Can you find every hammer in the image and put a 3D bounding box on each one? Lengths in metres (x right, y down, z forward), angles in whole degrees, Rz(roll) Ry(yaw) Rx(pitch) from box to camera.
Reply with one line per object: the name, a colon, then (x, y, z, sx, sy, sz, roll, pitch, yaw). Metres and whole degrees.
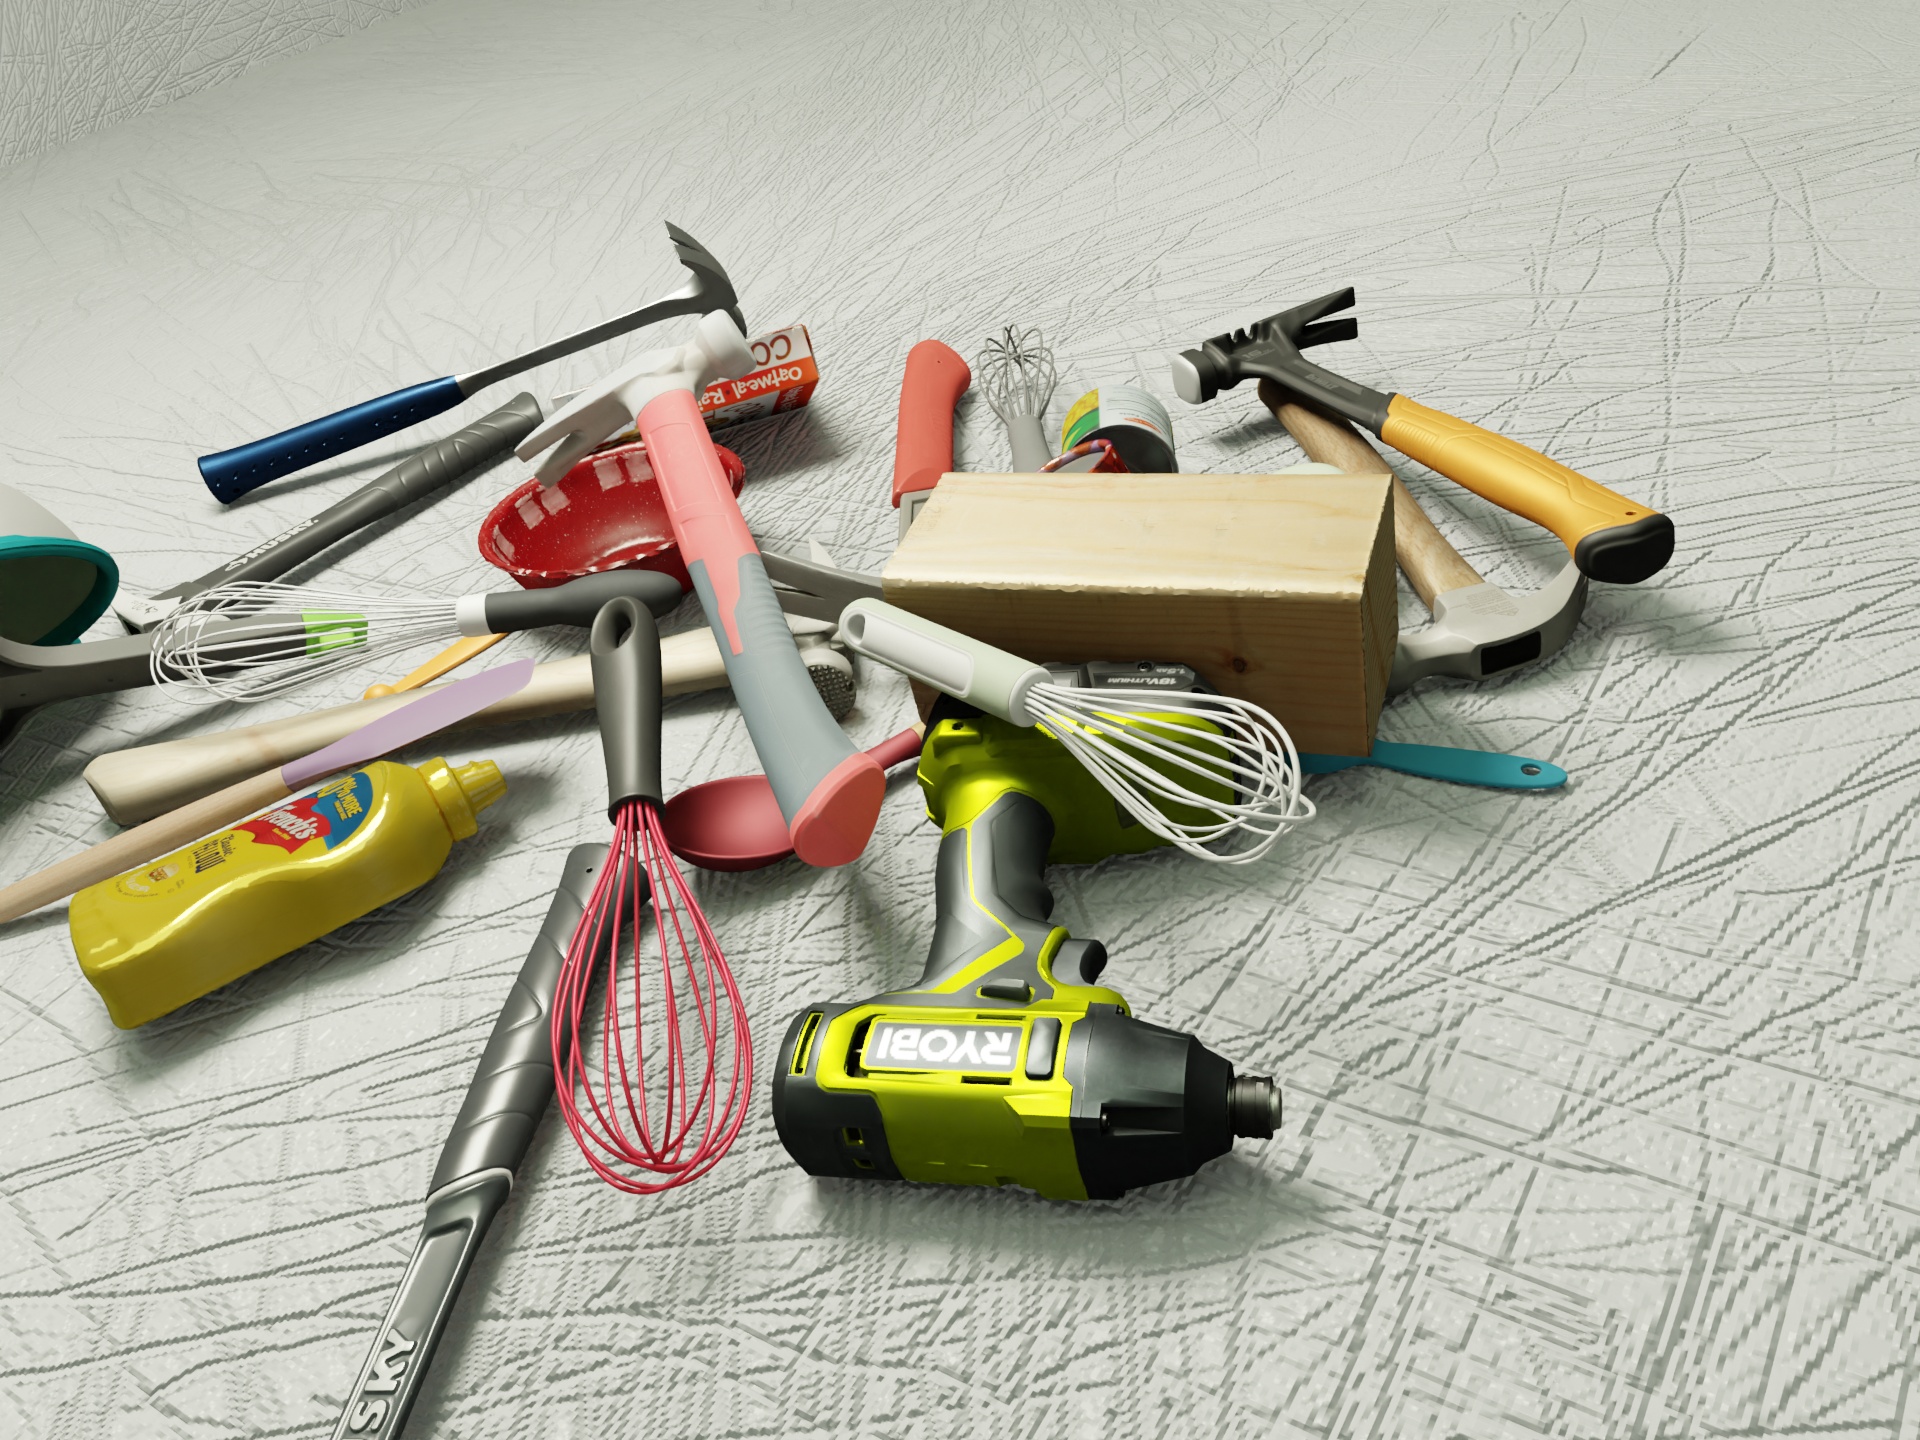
hammer: (-0.357, -0.252, 1.164, 0.405, 0.144, 0.035, -22, 75, -4)
hammer: (-0.259, -0.014, 0.855, 0.410, 0.038, 0.146, -12, 34, 1)
hammer: (-0.126, -0.066, 0.766, 0.143, 0.038, 0.387, -32, 45, 5)
hammer: (-0.411, -0.141, 1.074, 0.146, 0.035, 0.335, 13, 41, 35)
hammer: (-0.184, 0.185, 0.559, 0.149, 0.036, 0.409, -5, 35, 11)
hammer: (0.228, -0.121, 0.861, 0.130, 0.031, 0.332, -13, 35, -1)
hammer: (-0.031, -0.152, 0.951, 0.149, 0.036, 0.359, 9, 32, -6)
hammer: (0.250, -0.156, 0.846, 0.127, 0.034, 0.337, -24, 36, -13)

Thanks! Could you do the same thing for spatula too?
spatula: (-0.354, 0.038, 0.784, 0.316, 0.018, 0.060, -24, 25, 0)

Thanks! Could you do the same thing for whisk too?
whisk: (0.043, -0.181, 0.990, 0.055, 0.055, 0.239, -10, 40, 3)
whisk: (-0.289, -0.053, 0.844, 0.284, 0.070, 0.070, -7, 35, 0)
whisk: (0.033, -0.006, 0.614, 0.059, 0.057, 0.246, -1, 19, -44)
whisk: (-0.129, 0.052, 0.636, 0.073, 0.073, 0.296, -13, 48, -1)

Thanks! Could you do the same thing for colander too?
colander: (-0.511, 0.013, 0.842, 0.397, 0.204, 0.095, -13, 67, -28)

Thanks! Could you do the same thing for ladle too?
ladle: (-0.001, -0.002, 0.770, 0.315, 0.031, 0.069, -27, 40, -23)

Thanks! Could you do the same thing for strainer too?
strainer: (-0.562, -0.102, 0.840, 0.211, 0.095, 0.340, -29, -4, -41)

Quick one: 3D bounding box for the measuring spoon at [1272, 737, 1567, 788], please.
measuring spoon: (0.198, 0.009, 0.696, 0.129, 0.021, 0.042, 9, 40, 29)

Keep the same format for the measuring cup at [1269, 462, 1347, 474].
measuring cup: (0.139, -0.104, 0.833, 0.083, 0.038, 0.168, -47, 34, -21)

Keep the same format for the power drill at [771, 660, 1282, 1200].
power drill: (0.040, 0.076, 0.609, 0.171, 0.080, 0.223, -1, 40, 16)

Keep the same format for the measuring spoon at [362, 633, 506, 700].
measuring spoon: (-0.296, -0.040, 0.922, 0.021, 0.011, 0.117, 21, 47, 38)
